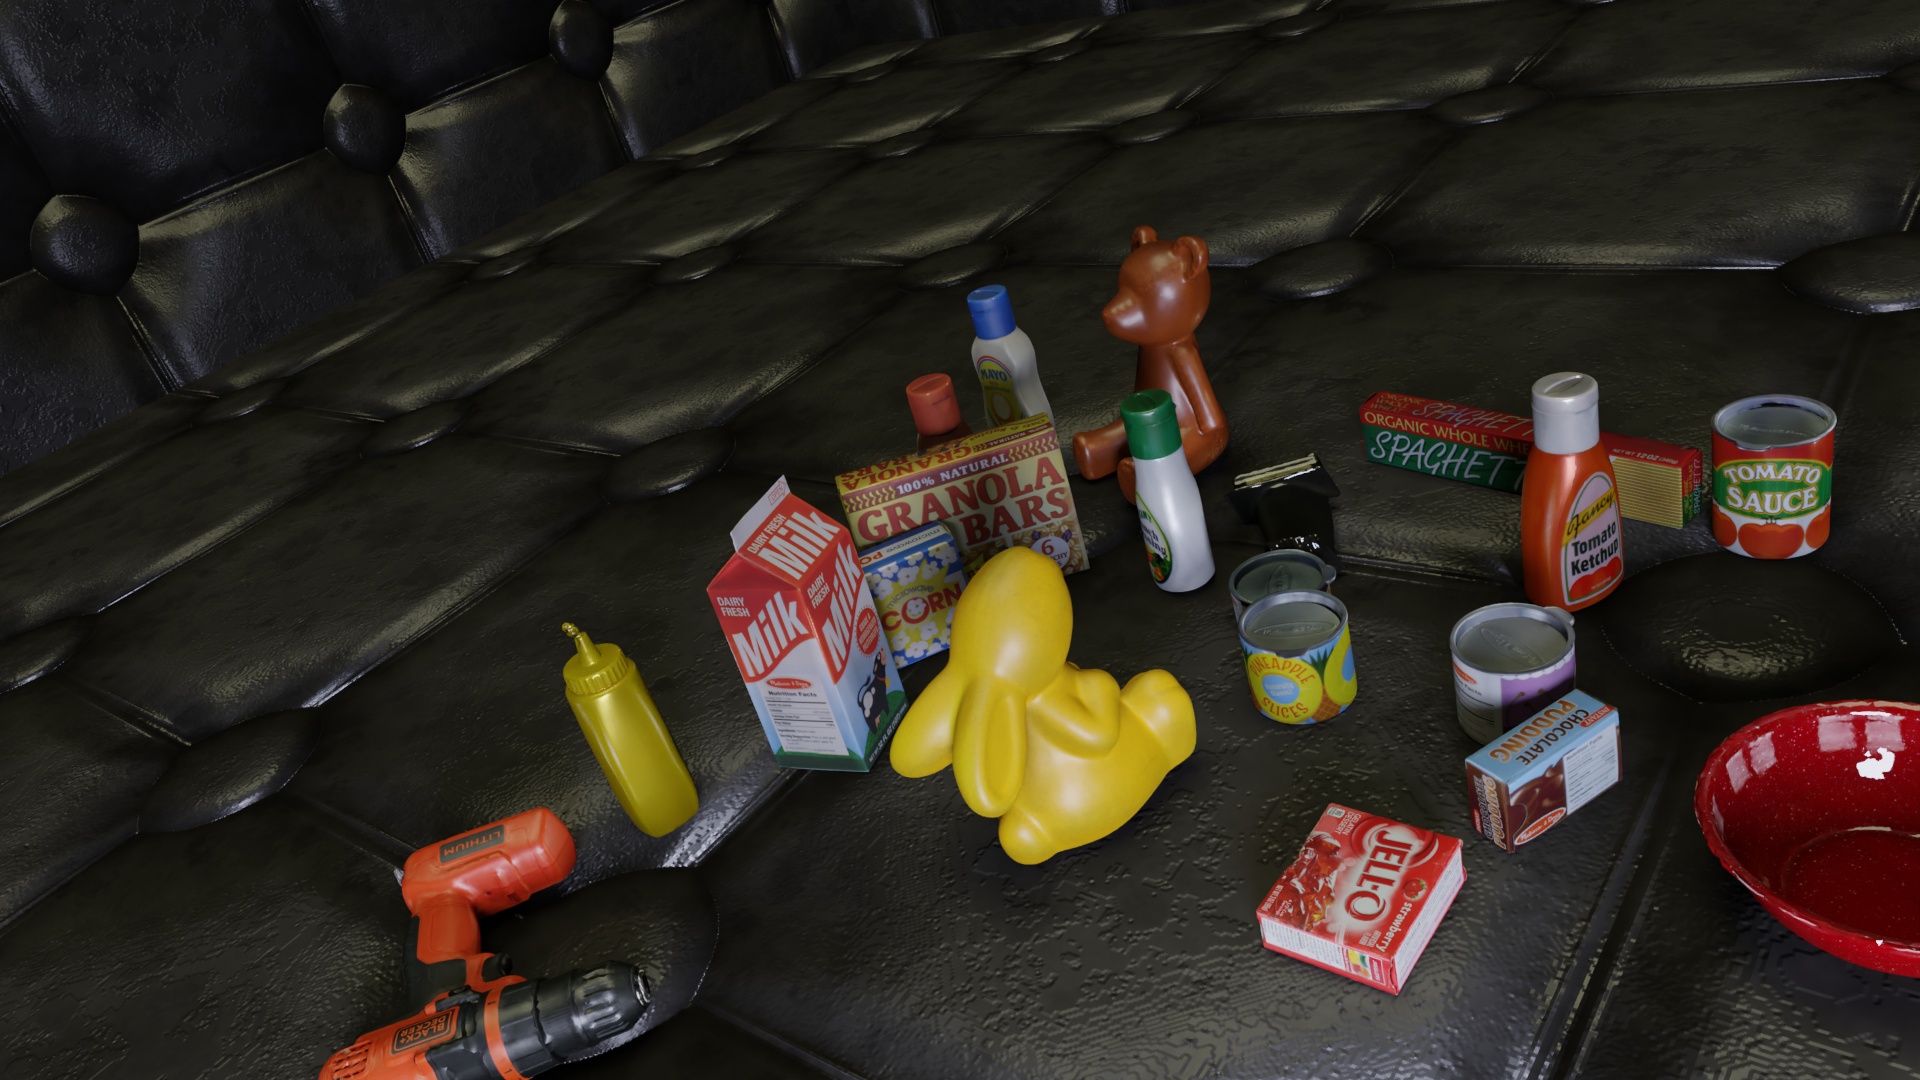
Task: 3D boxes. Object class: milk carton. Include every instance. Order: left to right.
[{"bbox_3d":[-0.103,0.056,0.913,0.073,0.189,0.073,-1,32,26],"label":"milk carton"}]

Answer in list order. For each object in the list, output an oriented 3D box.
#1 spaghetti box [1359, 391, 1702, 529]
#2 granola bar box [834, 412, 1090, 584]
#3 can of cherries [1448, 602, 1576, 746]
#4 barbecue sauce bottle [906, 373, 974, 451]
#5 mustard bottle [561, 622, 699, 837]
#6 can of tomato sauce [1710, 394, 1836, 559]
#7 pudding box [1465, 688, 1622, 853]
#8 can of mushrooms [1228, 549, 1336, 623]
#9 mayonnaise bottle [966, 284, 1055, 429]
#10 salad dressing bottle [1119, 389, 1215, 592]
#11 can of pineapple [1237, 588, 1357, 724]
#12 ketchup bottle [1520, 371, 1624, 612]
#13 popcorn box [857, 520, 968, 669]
[{"bbox_3d":[0.399,-0.062,0.997,0.029,0.050,0.250,-34,33,-28],"label":"spaghetti box"},{"bbox_3d":[0.004,-0.013,1.045,0.166,0.123,0.039,-17,29,-1],"label":"granola bar box"},{"bbox_3d":[0.318,0.077,0.791,0.071,0.058,0.072,-13,29,7],"label":"can of cherries"},{"bbox_3d":[-0.006,-0.060,1.106,0.065,0.148,0.044,-28,30,-18],"label":"barbecue sauce bottle"},{"bbox_3d":[-0.219,0.117,0.900,0.049,0.159,0.065,-31,32,-23],"label":"mustard bottle"},{"bbox_3d":[0.506,-0.039,0.867,0.071,0.082,0.071,-13,29,7],"label":"can of tomato sauce"},{"bbox_3d":[0.307,0.120,0.731,0.084,0.049,0.030,-27,30,-18],"label":"pudding box"},{"bbox_3d":[0.219,0.038,0.937,0.071,0.033,0.071,-13,29,7],"label":"can of mushrooms"},{"bbox_3d":[0.041,-0.154,1.245,0.065,0.147,0.041,12,40,42],"label":"mayonnaise bottle"},{"bbox_3d":[0.145,-0.035,0.984,0.044,0.147,0.064,-20,29,-6],"label":"salad dressing bottle"},{"bbox_3d":[0.208,0.072,0.857,0.071,0.057,0.071,-13,29,7],"label":"can of pineapple"},{"bbox_3d":[0.374,-0.030,0.854,0.065,0.148,0.043,-26,30,-16],"label":"ketchup bottle"},{"bbox_3d":[-0.055,0.050,1.007,0.127,0.085,0.038,-23,29,-10],"label":"popcorn box"}]
